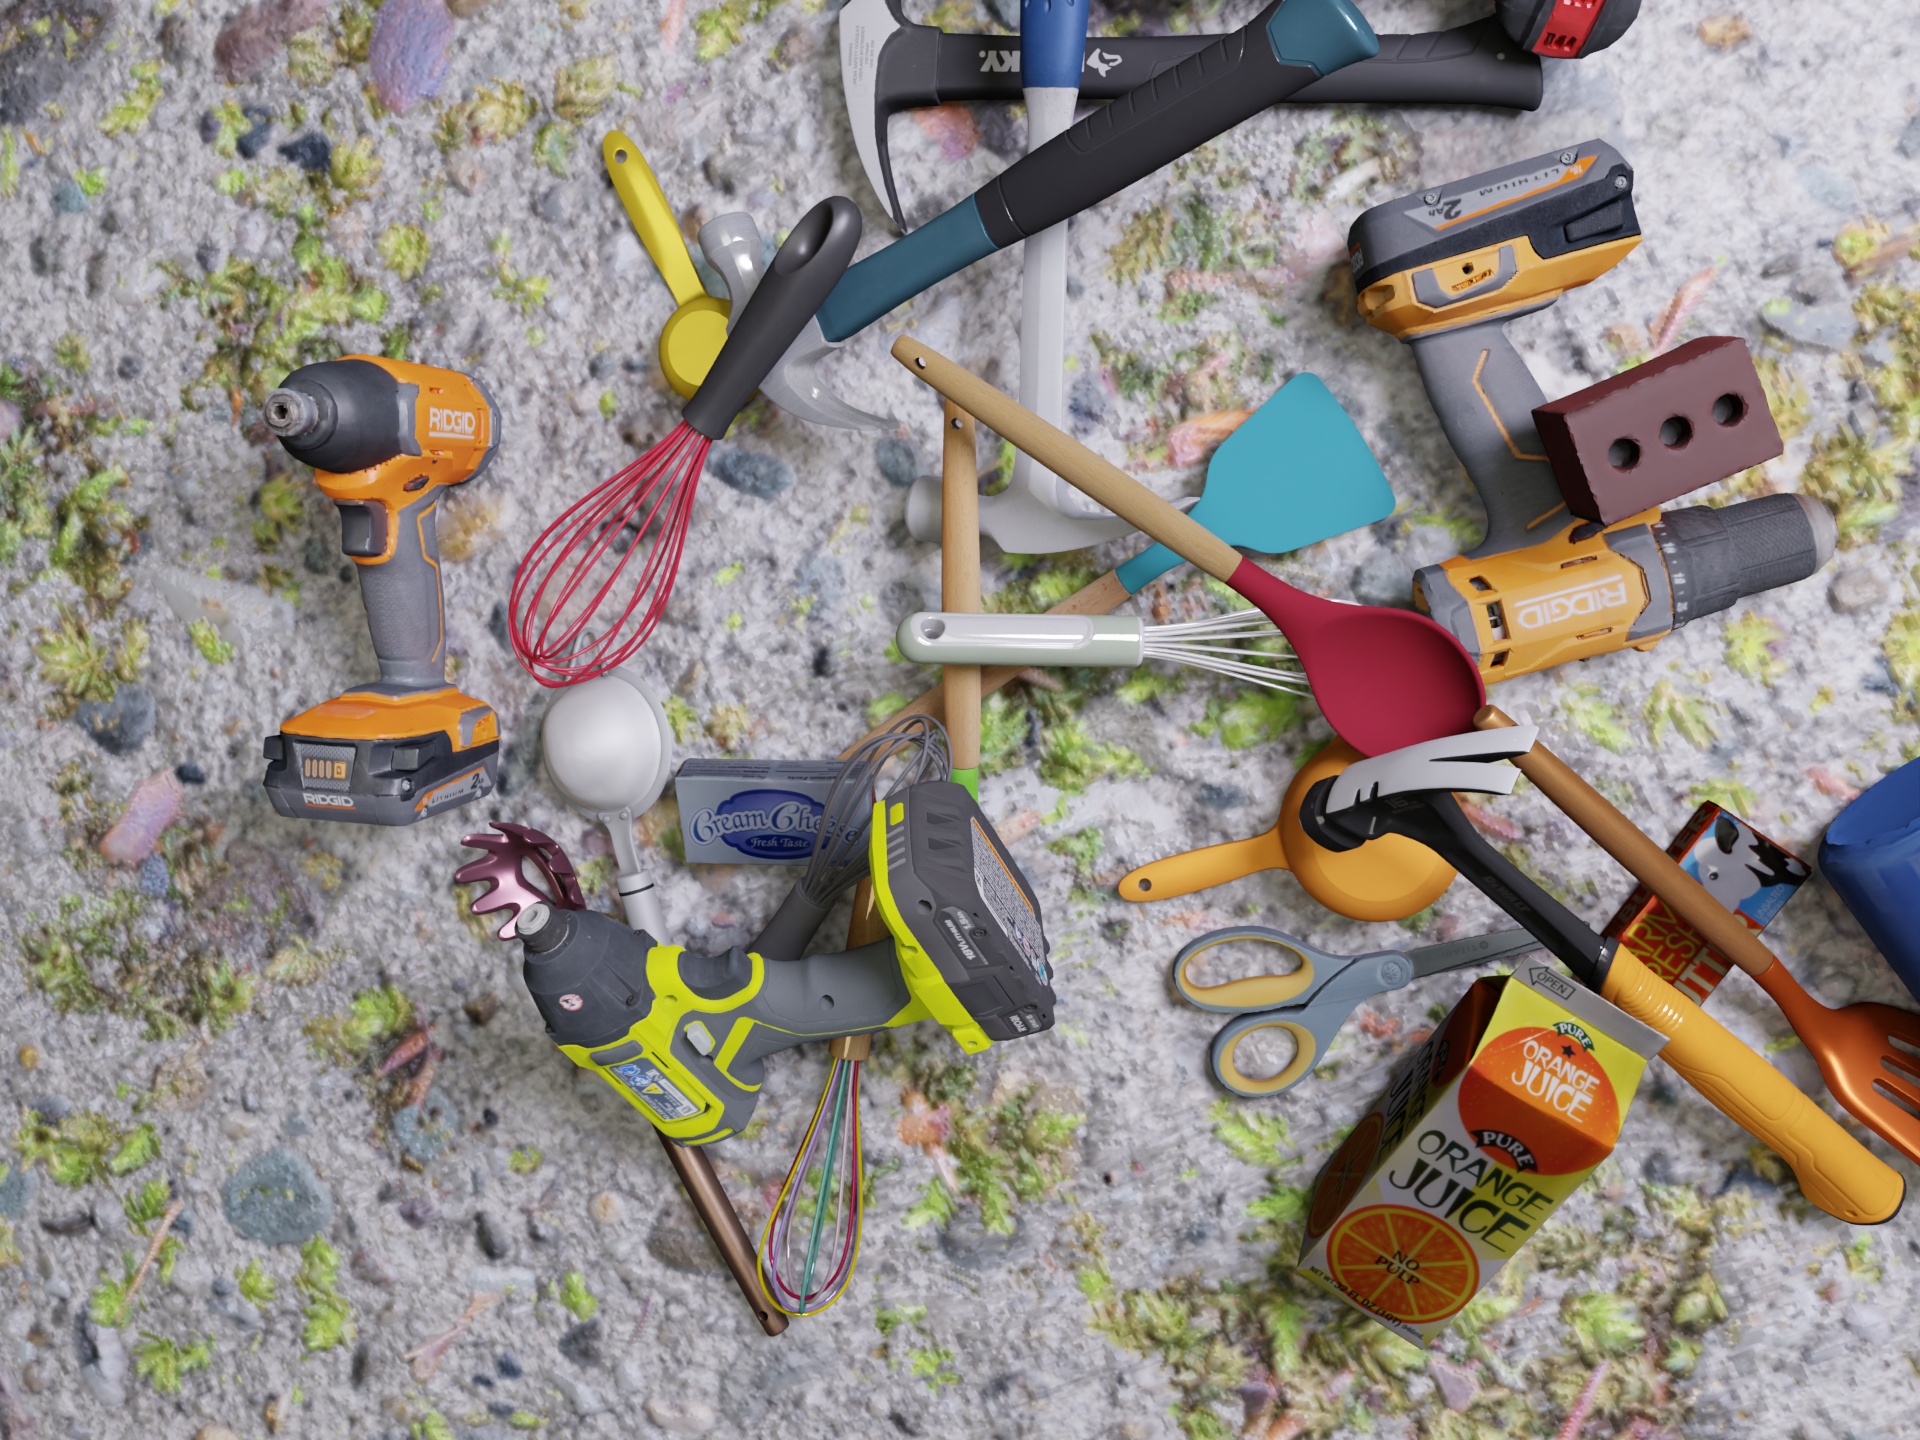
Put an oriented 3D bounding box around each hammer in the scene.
[{"bbox_3d":[0.106,-0.309,0.766,0.335,0.035,0.146,4,95,9],"label":"hammer"},{"bbox_3d":[0.047,-0.276,0.724,0.144,0.035,0.405,9,108,24],"label":"hammer"},{"bbox_3d":[0.309,0.123,0.707,0.336,0.127,0.034,39,64,-13],"label":"hammer"},{"bbox_3d":[0.024,-0.230,0.704,0.331,0.033,0.128,-20,92,33],"label":"hammer"}]

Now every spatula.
[{"bbox_3d":[0.063,-0.054,0.802,0.317,0.044,0.082,-33,90,16],"label":"spatula"},{"bbox_3d":[0.353,0.095,0.719,0.322,0.041,0.081,39,67,-12],"label":"spatula"}]

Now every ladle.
[{"bbox_3d":[0.101,-0.081,0.720,0.315,0.031,0.069,34,112,-2],"label":"ladle"}]

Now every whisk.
[{"bbox_3d":[-0.066,0.197,0.835,0.047,0.051,0.245,11,94,14],"label":"whisk"},{"bbox_3d":[-0.072,0.090,0.802,0.055,0.055,0.239,37,118,5],"label":"whisk"},{"bbox_3d":[0.092,-0.038,0.758,0.246,0.059,0.058,1,60,-5],"label":"whisk"},{"bbox_3d":[-0.135,-0.128,0.773,0.073,0.073,0.295,41,113,4],"label":"whisk"}]

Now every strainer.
[{"bbox_3d":[-0.176,0.079,0.846,0.087,0.050,0.258,-13,96,26],"label":"strainer"}]

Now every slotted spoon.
[{"bbox_3d":[-0.001,-0.003,0.788,0.070,0.031,0.313,2,103,10],"label":"slotted spoon"}]

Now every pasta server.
[{"bbox_3d":[-0.174,0.193,0.855,0.060,0.040,0.316,-27,91,23],"label":"pasta server"}]

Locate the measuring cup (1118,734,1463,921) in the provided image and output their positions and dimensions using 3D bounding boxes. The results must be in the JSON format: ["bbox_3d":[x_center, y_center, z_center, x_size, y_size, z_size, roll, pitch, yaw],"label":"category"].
[{"bbox_3d":[0.160,0.065,0.777,0.173,0.052,0.095,-16,92,9],"label":"measuring cup"}]

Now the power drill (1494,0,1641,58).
[{"bbox_3d":[0.199,-0.383,0.713,0.219,0.078,0.143,12,72,4],"label":"power drill"}]

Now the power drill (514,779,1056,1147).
[{"bbox_3d":[-0.082,0.116,0.746,0.223,0.080,0.171,-20,132,13],"label":"power drill"}]

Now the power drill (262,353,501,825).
[{"bbox_3d":[-0.291,-0.066,0.791,0.084,0.164,0.226,4,97,9],"label":"power drill"}]

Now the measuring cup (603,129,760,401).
[{"bbox_3d":[-0.150,-0.234,0.817,0.062,0.029,0.156,-26,93,11],"label":"measuring cup"}]

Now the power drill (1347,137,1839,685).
[{"bbox_3d":[0.285,-0.140,0.728,0.185,0.084,0.226,-15,96,9],"label":"power drill"}]
